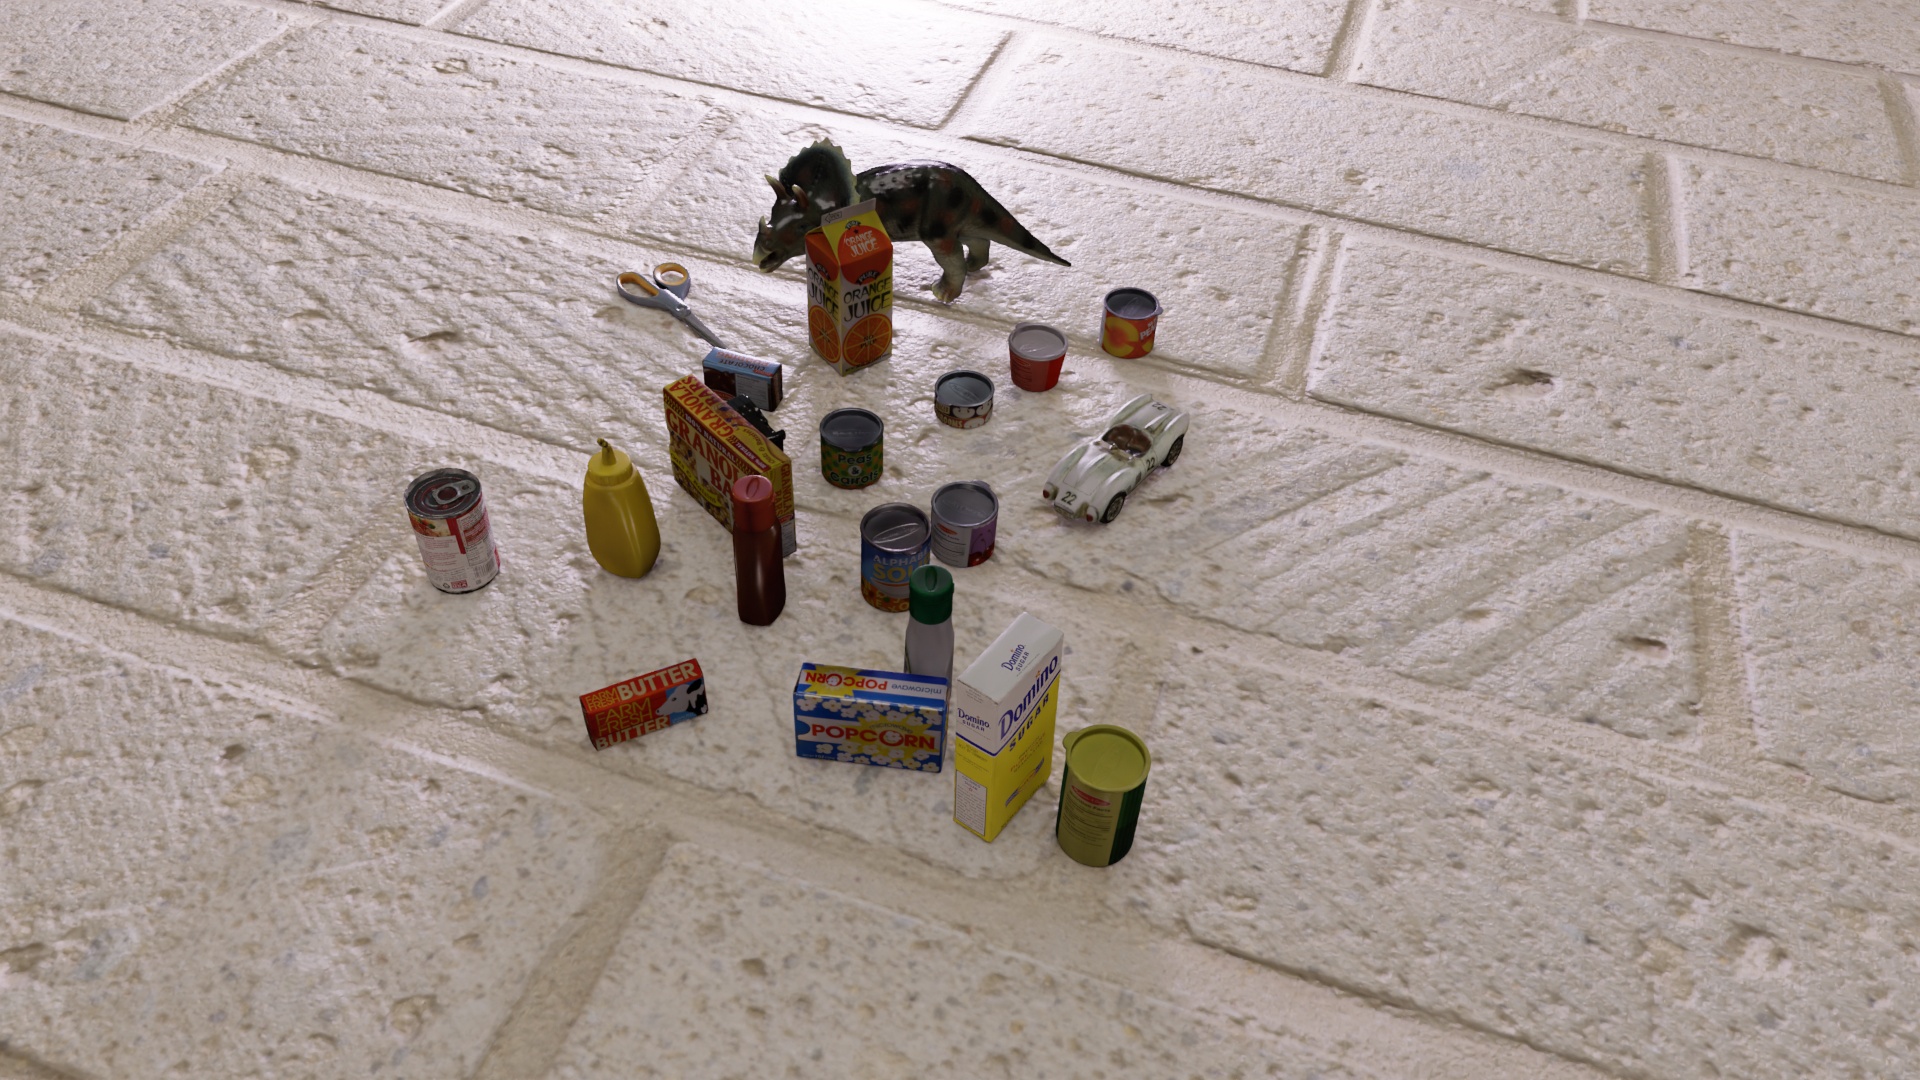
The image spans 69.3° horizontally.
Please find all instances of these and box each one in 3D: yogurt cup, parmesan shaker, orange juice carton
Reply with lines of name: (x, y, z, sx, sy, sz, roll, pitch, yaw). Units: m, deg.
yogurt cup: (0.086, -0.204, 1.567, 0.072, 0.053, 0.073, 2, 44, -2)
parmesan shaker: (0.110, 0.203, 1.110, 0.071, 0.102, 0.072, 2, 44, -2)
orange juice carton: (-0.123, -0.286, 1.539, 0.072, 0.191, 0.073, -26, 51, -27)

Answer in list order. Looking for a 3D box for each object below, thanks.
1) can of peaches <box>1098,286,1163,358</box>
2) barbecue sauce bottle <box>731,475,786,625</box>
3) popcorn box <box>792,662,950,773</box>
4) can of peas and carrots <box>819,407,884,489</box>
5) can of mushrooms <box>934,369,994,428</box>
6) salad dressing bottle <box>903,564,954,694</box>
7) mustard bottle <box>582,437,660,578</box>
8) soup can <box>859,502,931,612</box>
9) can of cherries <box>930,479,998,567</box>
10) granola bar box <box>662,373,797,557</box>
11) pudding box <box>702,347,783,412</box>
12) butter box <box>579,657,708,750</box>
can of peaches: (0.199, -0.253, 1.622, 0.071, 0.057, 0.071, 2, 44, -2)
barbecue sauce bottle: (-0.184, 0.007, 1.262, 0.044, 0.147, 0.065, 7, 44, 3)
popcorn box: (-0.074, 0.149, 1.167, 0.127, 0.084, 0.038, 6, 44, 3)
can of peas and carrots: (-0.112, -0.093, 1.435, 0.071, 0.058, 0.071, 2, 44, -2)
can of mushrooms: (0.002, -0.154, 1.524, 0.071, 0.033, 0.071, 2, 44, -2)
salad dressing bottle: (-0.027, 0.084, 1.194, 0.044, 0.146, 0.064, 3, 44, -1)
mustard bottle: (-0.318, -0.035, 1.289, 0.065, 0.159, 0.049, 17, 45, 13)
soup can: (-0.060, 0.019, 1.305, 0.071, 0.083, 0.072, 2, 44, -2)
can of cherries: (0.005, -0.017, 1.364, 0.071, 0.058, 0.072, 2, 44, -2)
granola bar box: (-0.226, -0.069, 1.355, 0.039, 0.123, 0.166, -30, 53, -30)
pudding box: (-0.238, -0.176, 1.520, 0.084, 0.049, 0.030, 15, 45, 11)
butter box: (-0.269, 0.140, 1.187, 0.104, 0.052, 0.024, -18, 48, -21)
